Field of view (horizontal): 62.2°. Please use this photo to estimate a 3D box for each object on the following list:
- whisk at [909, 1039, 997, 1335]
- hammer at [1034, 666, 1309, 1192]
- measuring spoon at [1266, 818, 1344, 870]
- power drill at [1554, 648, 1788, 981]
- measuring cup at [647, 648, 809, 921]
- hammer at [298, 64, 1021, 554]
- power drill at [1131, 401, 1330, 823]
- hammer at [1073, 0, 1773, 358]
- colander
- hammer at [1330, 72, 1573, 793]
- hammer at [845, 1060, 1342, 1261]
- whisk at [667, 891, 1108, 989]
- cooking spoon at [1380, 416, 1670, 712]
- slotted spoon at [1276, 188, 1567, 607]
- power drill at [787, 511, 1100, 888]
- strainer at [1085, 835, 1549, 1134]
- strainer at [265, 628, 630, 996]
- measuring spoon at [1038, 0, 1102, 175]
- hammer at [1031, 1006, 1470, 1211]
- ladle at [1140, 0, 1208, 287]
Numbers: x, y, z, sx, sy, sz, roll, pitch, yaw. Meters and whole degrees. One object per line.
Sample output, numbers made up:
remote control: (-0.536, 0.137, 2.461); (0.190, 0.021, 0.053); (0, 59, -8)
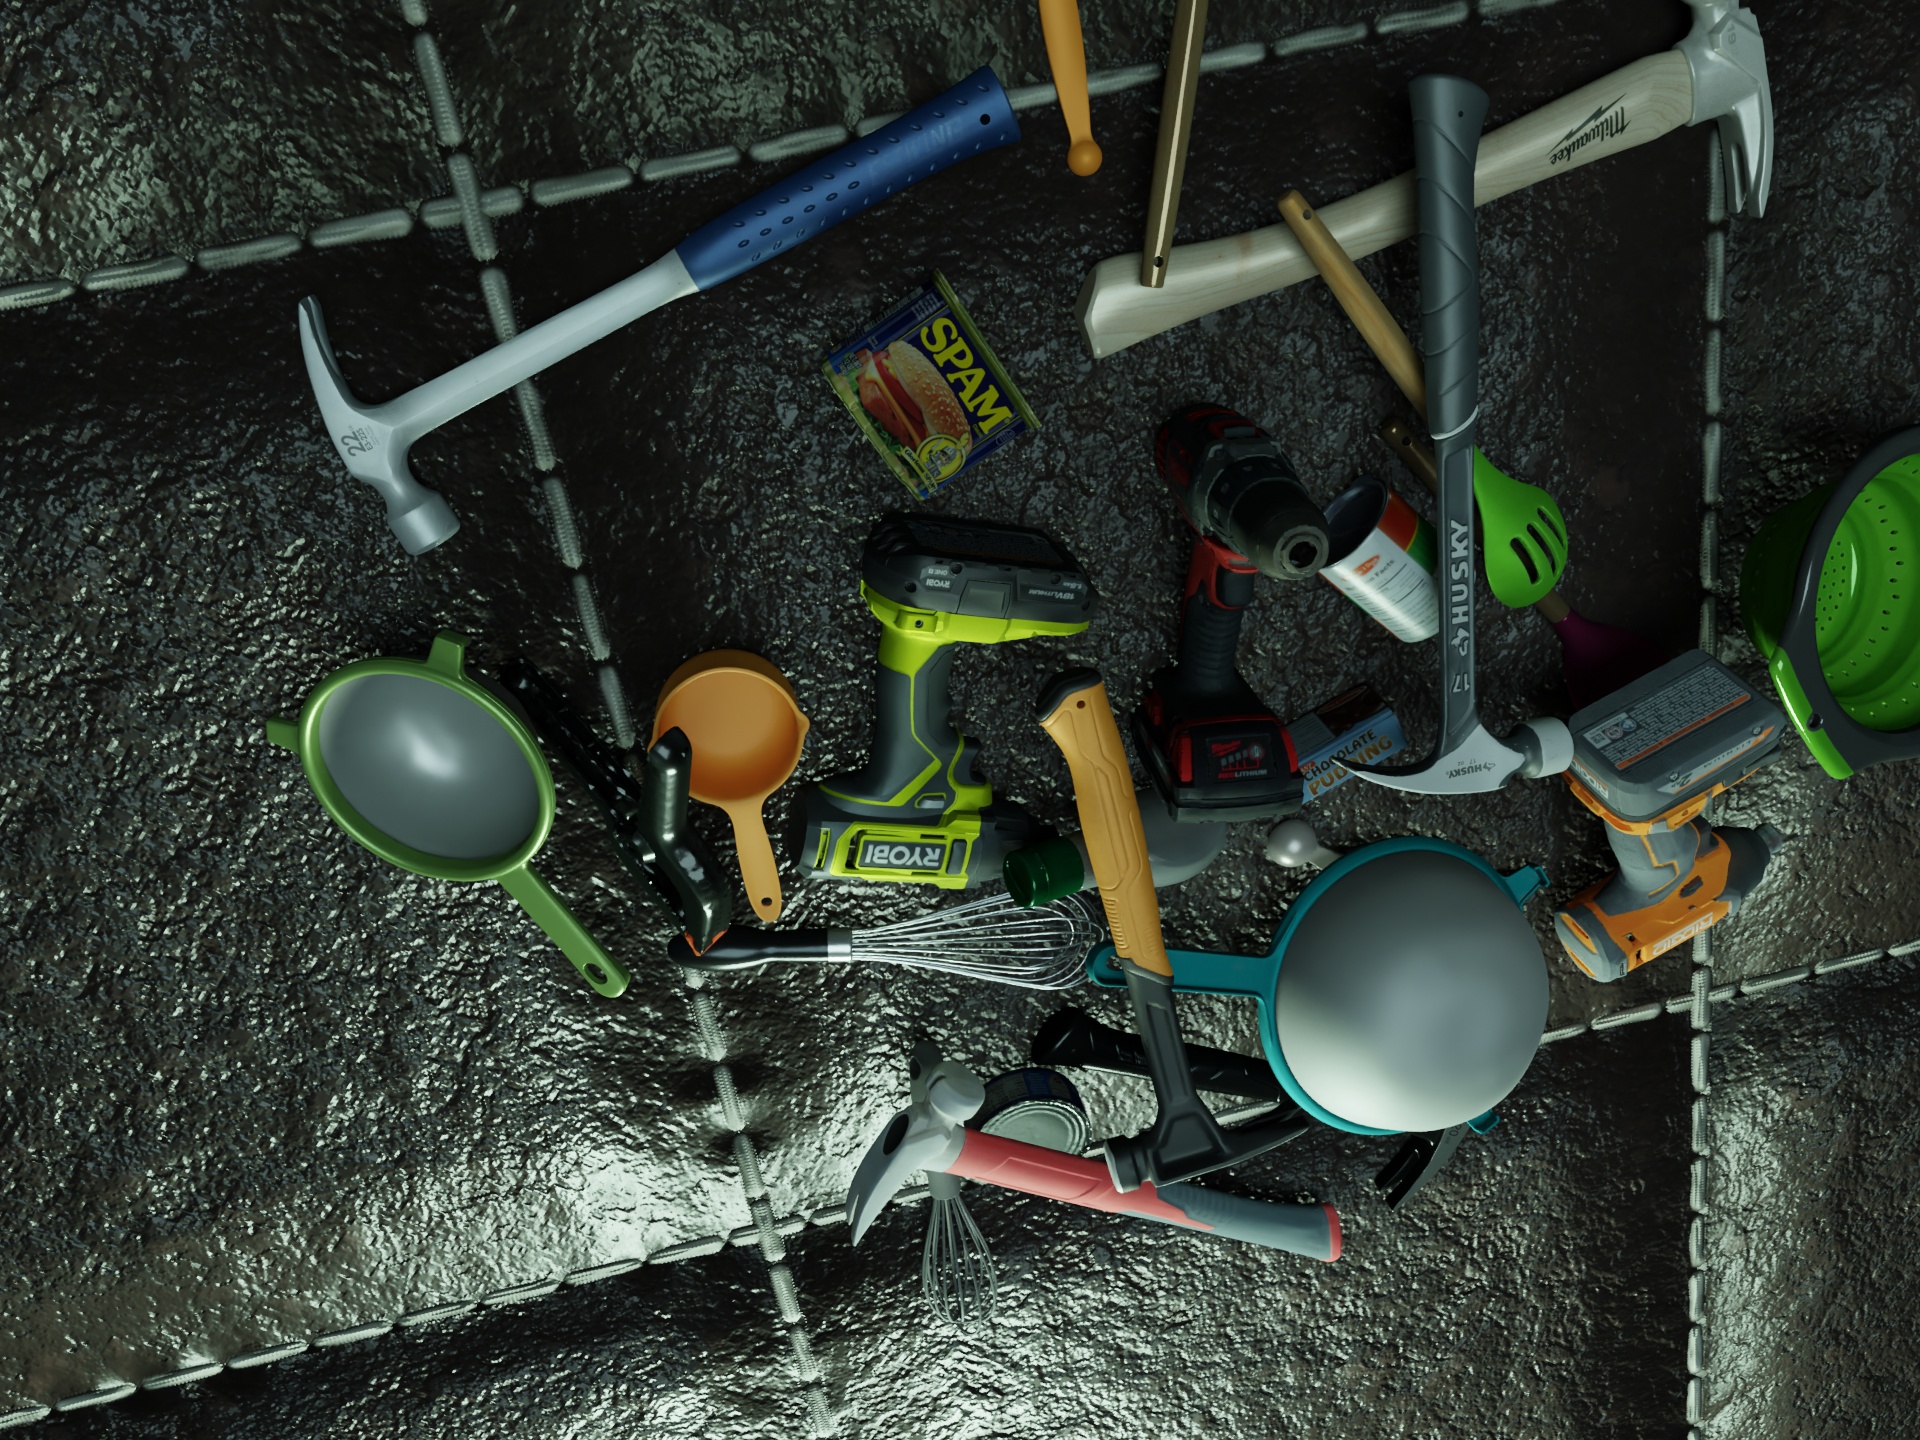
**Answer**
whisk: (-0.010, 0.329, 1.112); (0.055, 0.055, 0.238); (-10, 110, -6)
hammer: (0.114, 0.125, 0.954); (0.127, 0.034, 0.336); (-17, 108, -2)
measuring spoon: (0.262, 0.103, 1.078); (0.124, 0.018, 0.034); (26, 106, -19)
power drill: (0.471, 0.063, 1.038); (0.164, 0.084, 0.226); (-28, 135, -5)
measuring cup: (-0.133, 0.038, 0.967); (0.095, 0.052, 0.173); (-11, 116, -5)
hammer: (-0.159, -0.243, 0.854); (0.405, 0.035, 0.144); (-27, 114, 2)
power drill: (0.157, -0.053, 0.907); (0.080, 0.188, 0.226); (-5, 117, -7)
hammer: (0.264, -0.289, 0.907); (0.410, 0.038, 0.146); (-22, 116, 0)
colander: (0.620, -0.139, 1.011); (0.397, 0.094, 0.204); (-45, 113, -10)
hammer: (0.275, -0.149, 0.903); (0.149, 0.036, 0.408); (-11, 107, -14)
hammer: (0.109, 0.339, 1.108); (0.386, 0.038, 0.143); (22, 114, -27)
whisk: (-0.046, 0.145, 1.025); (0.284, 0.070, 0.070); (-2, 113, -4)
cooking spoon: (0.369, -0.084, 1.019); (0.318, 0.017, 0.069); (40, 100, -22)
slotted spoon: (0.274, -0.182, 0.926); (0.313, 0.031, 0.070); (46, 77, -25)
power drill: (-0.002, -0.003, 0.959); (0.171, 0.080, 0.223); (4, 115, -19)
strainer: (0.251, 0.180, 1.029); (0.340, 0.095, 0.211); (8, 96, -19)
strainer: (-0.267, 0.054, 0.934); (0.151, 0.069, 0.256); (-22, 117, 24)
measuring spoon: (0.059, -0.353, 0.857); (0.021, 0.011, 0.116); (-15, 114, -3)
hammer: (0.210, 0.258, 1.126); (0.334, 0.035, 0.146); (13, 109, -14)
ladle: (0.124, -0.386, 0.816); (0.078, 0.062, 0.320); (4, 107, -8)
